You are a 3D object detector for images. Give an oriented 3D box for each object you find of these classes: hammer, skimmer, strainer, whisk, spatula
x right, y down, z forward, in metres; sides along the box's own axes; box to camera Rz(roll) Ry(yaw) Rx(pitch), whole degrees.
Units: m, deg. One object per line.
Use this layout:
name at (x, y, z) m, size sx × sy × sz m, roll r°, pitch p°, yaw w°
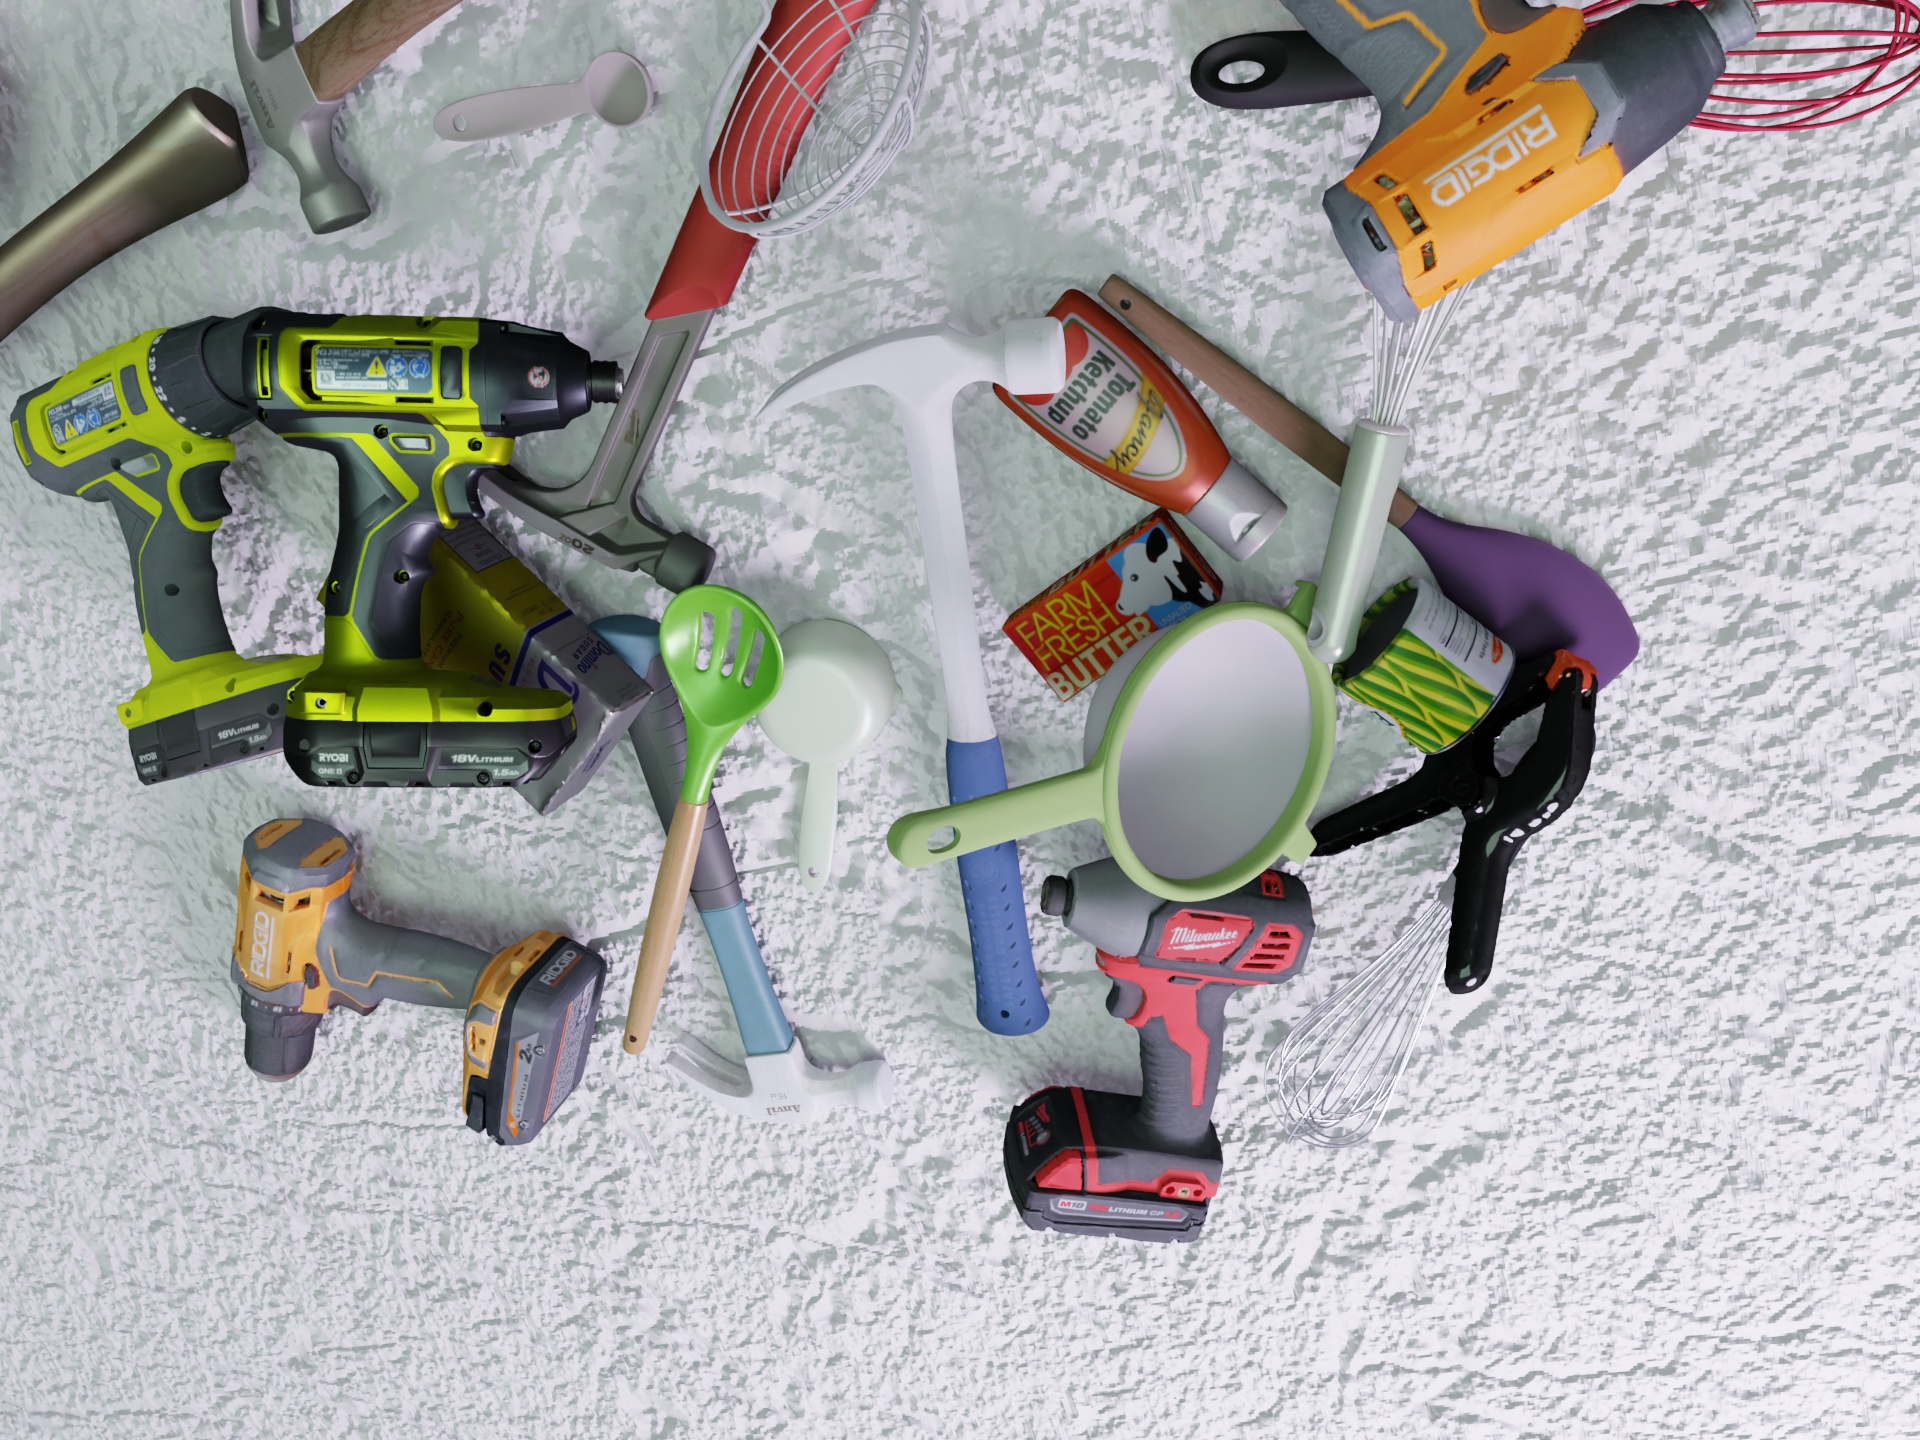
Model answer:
hammer at (-0.222, -0.332, 0.689) m, size 0.331 × 0.031 × 0.130 m, roll -12°, pitch 106°, yaw 40°
skimmer at (-0.137, -0.368, 0.655) m, size 0.127 × 0.090 × 0.363 m, roll -33°, pitch 94°, yaw 28°
strainer at (0.067, 0.021, 0.767) m, size 0.256 × 0.069 × 0.151 m, roll -14°, pitch 113°, yaw -29°
whisk at (0.243, -0.277, 0.661) m, size 0.296 × 0.073 × 0.073 m, roll 4°, pitch 114°, yaw 17°
hammer at (-0.001, -0.003, 0.818) m, size 0.144 × 0.035 × 0.405 m, roll -1°, pitch 121°, yaw 12°
spatula at (0.196, -0.115, 0.763) m, size 0.316 × 0.018 × 0.059 m, roll 35°, pitch 119°, yaw -6°
hammer at (-0.540, -0.206, 0.839) m, size 0.410 × 0.038 × 0.146 m, roll -30°, pitch 148°, yaw 18°
hammer at (-0.142, 0.093, 0.921) m, size 0.128 × 0.033 × 0.330 m, roll -10°, pitch 111°, yaw 15°
whisk at (0.195, -0.141, 0.723) m, size 0.059 × 0.058 × 0.246 m, roll 2°, pitch 113°, yaw -16°
whisk at (0.246, 0.117, 0.835) m, size 0.070 × 0.070 × 0.284 m, roll 27°, pitch 112°, yaw -1°
hammer at (-0.127, -0.236, 0.770) m, size 0.149 × 0.037 × 0.359 m, roll 30°, pitch 117°, yaw -2°

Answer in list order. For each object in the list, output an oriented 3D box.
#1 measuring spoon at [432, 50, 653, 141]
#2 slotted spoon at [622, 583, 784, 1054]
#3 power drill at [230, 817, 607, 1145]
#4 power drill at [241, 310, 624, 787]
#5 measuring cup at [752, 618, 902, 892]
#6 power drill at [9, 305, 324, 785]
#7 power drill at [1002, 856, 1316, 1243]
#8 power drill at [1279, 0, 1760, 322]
measuring spoon at (-0.202, -0.299, 0.773) m, size 0.124 × 0.018 × 0.034 m, roll -2°, pitch 115°, yaw 21°
slotted spoon at (-0.154, 0.063, 0.878) m, size 0.070 × 0.031 × 0.313 m, roll 21°, pitch 117°, yaw 6°
power drill at (-0.345, 0.179, 0.980) m, size 0.226 × 0.084 × 0.185 m, roll 22°, pitch 117°, yaw 7°
power drill at (-0.251, -0.083, 0.774) m, size 0.171 × 0.080 × 0.223 m, roll 0°, pitch 96°, yaw -6°
measuring cup at (-0.080, 0.028, 0.874) m, size 0.083 × 0.038 × 0.167 m, roll 10°, pitch 113°, yaw 8°
power drill at (-0.392, -0.094, 0.839) m, size 0.190 × 0.080 × 0.228 m, roll -14°, pitch 94°, yaw 25°
power drill at (0.096, 0.173, 0.869) m, size 0.143 × 0.079 × 0.219 m, roll 9°, pitch 113°, yaw -10°
power drill at (0.185, -0.293, 0.617) m, size 0.164 × 0.084 × 0.226 m, roll -30°, pitch 85°, yaw 22°
